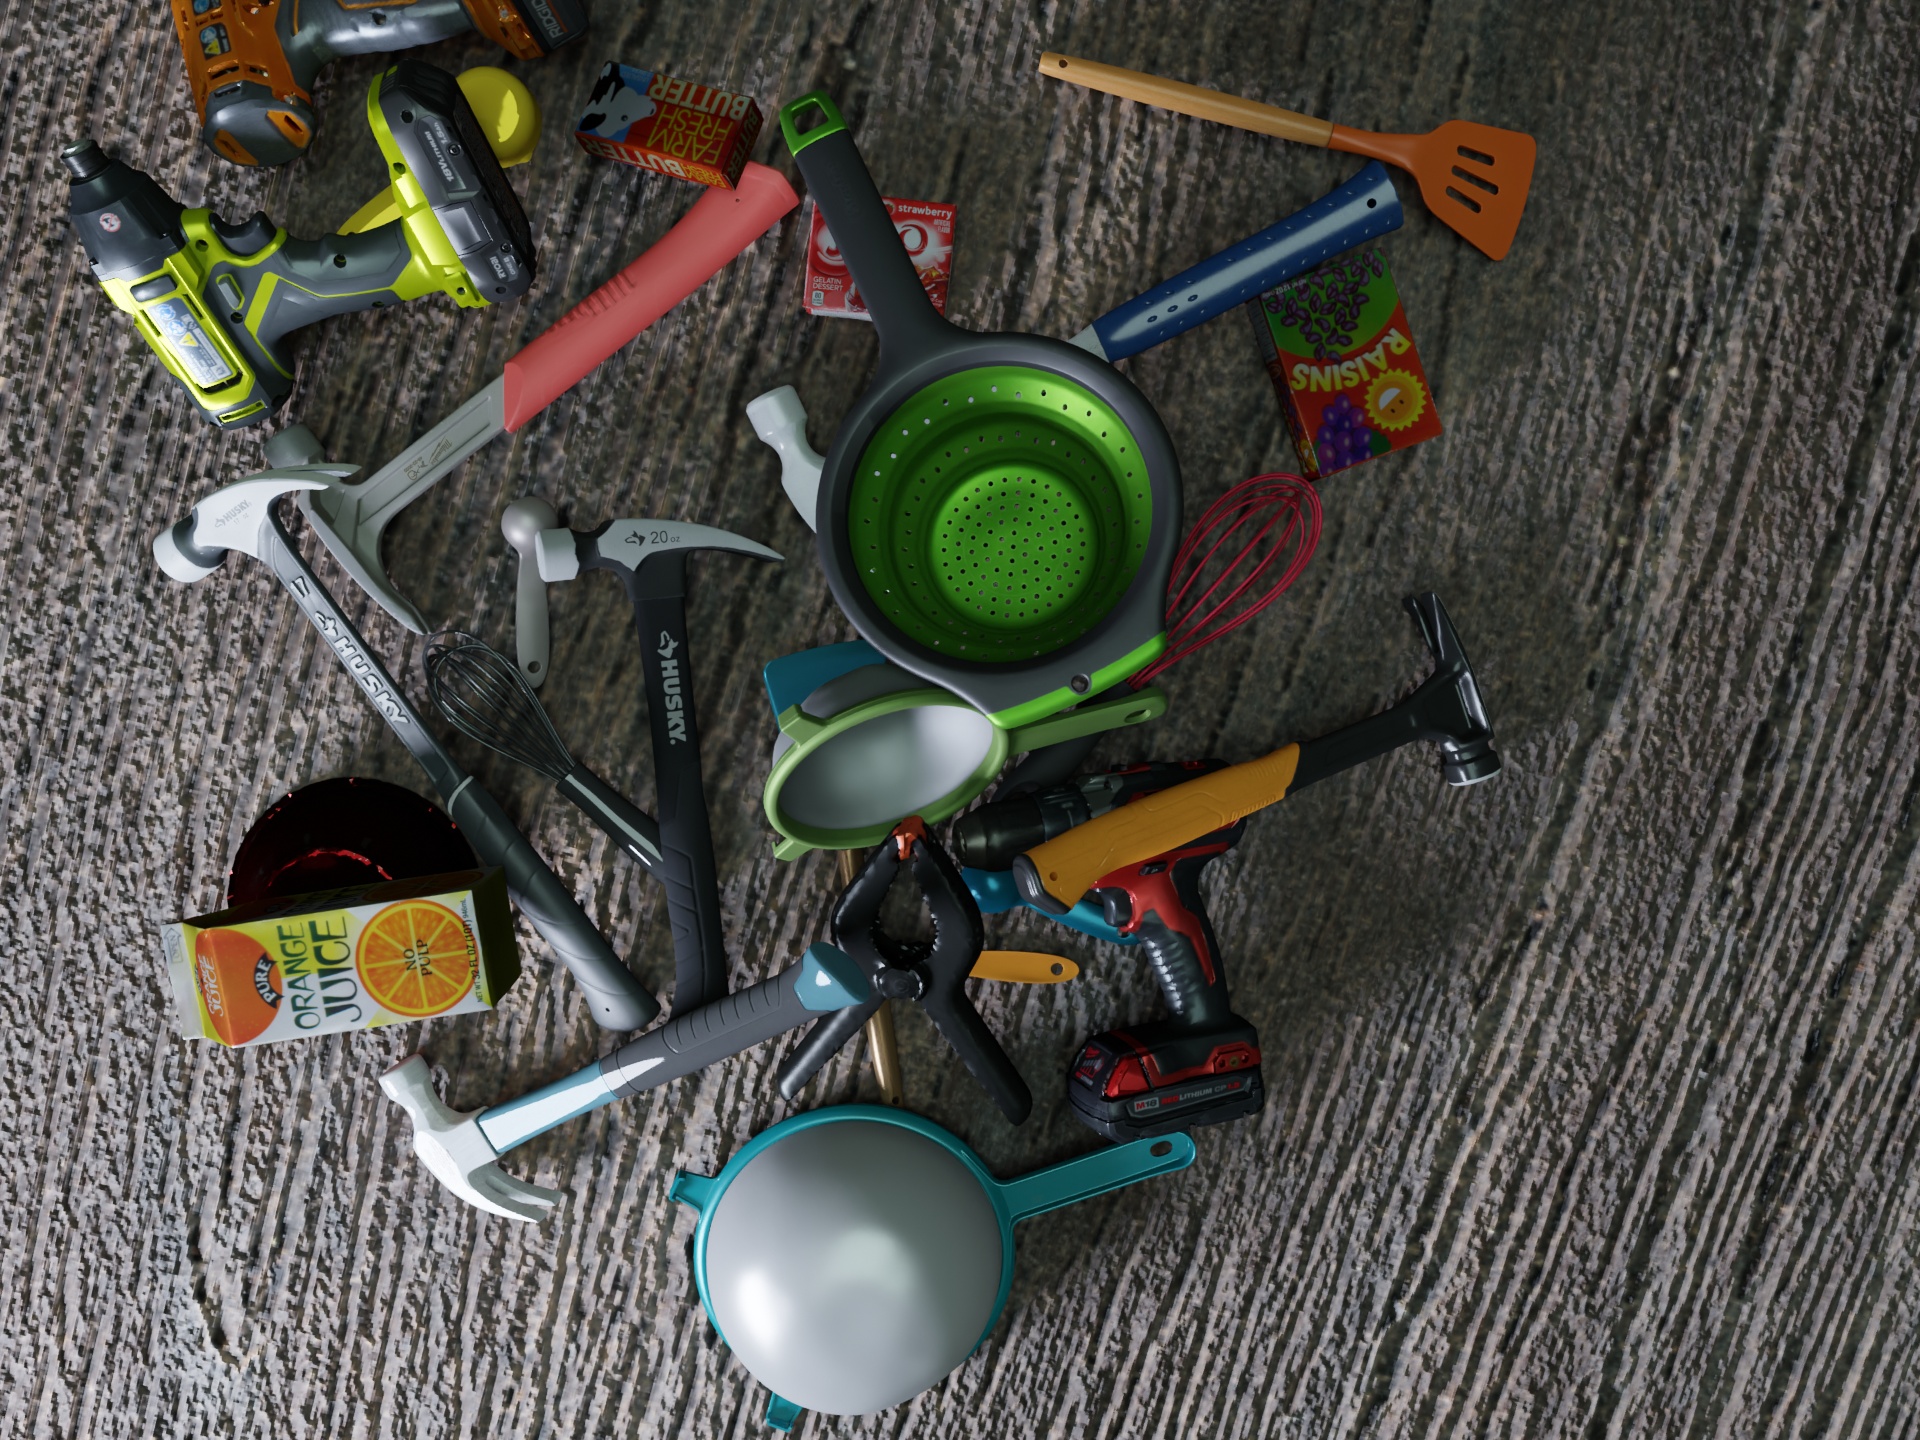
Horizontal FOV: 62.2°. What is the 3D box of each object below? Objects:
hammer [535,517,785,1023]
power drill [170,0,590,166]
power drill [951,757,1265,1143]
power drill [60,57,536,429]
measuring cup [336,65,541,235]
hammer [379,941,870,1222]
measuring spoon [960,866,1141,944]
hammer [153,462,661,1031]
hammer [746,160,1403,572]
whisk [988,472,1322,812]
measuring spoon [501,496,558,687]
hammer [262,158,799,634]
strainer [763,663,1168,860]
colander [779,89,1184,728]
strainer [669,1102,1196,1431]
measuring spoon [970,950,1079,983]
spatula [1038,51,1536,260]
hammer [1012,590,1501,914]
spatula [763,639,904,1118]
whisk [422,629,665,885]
[{"bbox_3d":[-0.168,0.041,0.985,0.146,0.035,0.335,-8,95,-19],"label":"hammer"},{"bbox_3d":[-0.347,-0.434,0.923,0.226,0.084,0.164,-20,77,2],"label":"power drill"},{"bbox_3d":[0.096,0.142,1.000,0.188,0.080,0.226,-8,93,-15],"label":"power drill"},{"bbox_3d":[-0.374,-0.279,0.907,0.223,0.080,0.171,-20,132,2],"label":"power drill"},{"bbox_3d":[-0.322,-0.335,0.963,0.156,0.029,0.062,-41,96,-2],"label":"measuring cup"},{"bbox_3d":[-0.202,0.212,0.971,0.331,0.033,0.128,-26,97,20],"label":"hammer"},{"bbox_3d":[0.061,0.121,1.035,0.128,0.021,0.042,21,94,-4],"label":"measuring spoon"},{"bbox_3d":[-0.309,0.027,0.962,0.149,0.036,0.408,-24,109,30],"label":"hammer"},{"bbox_3d":[0.078,-0.220,0.973,0.405,0.035,0.144,-26,97,7],"label":"hammer"},{"bbox_3d":[0.118,-0.039,1.009,0.073,0.073,0.296,41,99,-6],"label":"whisk"},{"bbox_3d":[-0.264,-0.076,0.983,0.034,0.018,0.124,-6,114,-25],"label":"measuring spoon"},{"bbox_3d":[-0.243,-0.213,0.978,0.359,0.037,0.149,-37,97,1],"label":"hammer"},{"bbox_3d":[-0.002,-0.003,0.957,0.256,0.151,0.069,-13,57,-17],"label":"strainer"},{"bbox_3d":[-0.008,-0.184,0.931,0.204,0.094,0.397,-25,79,4],"label":"colander"},{"bbox_3d":[-0.008,0.337,1.004,0.340,0.095,0.211,-20,100,3],"label":"strainer"},{"bbox_3d":[0.020,0.159,1.045,0.117,0.011,0.021,5,95,-7],"label":"measuring spoon"},{"bbox_3d":[0.206,-0.370,0.998,0.322,0.041,0.081,14,94,-1],"label":"spatula"},{"bbox_3d":[0.180,0.031,0.975,0.337,0.034,0.127,-21,94,-20],"label":"hammer"},{"bbox_3d":[-0.065,0.108,1.016,0.082,0.044,0.317,-13,98,-23],"label":"spatula"},{"bbox_3d":[-0.243,0.033,0.999,0.239,0.055,0.055,43,92,-11],"label":"whisk"}]
